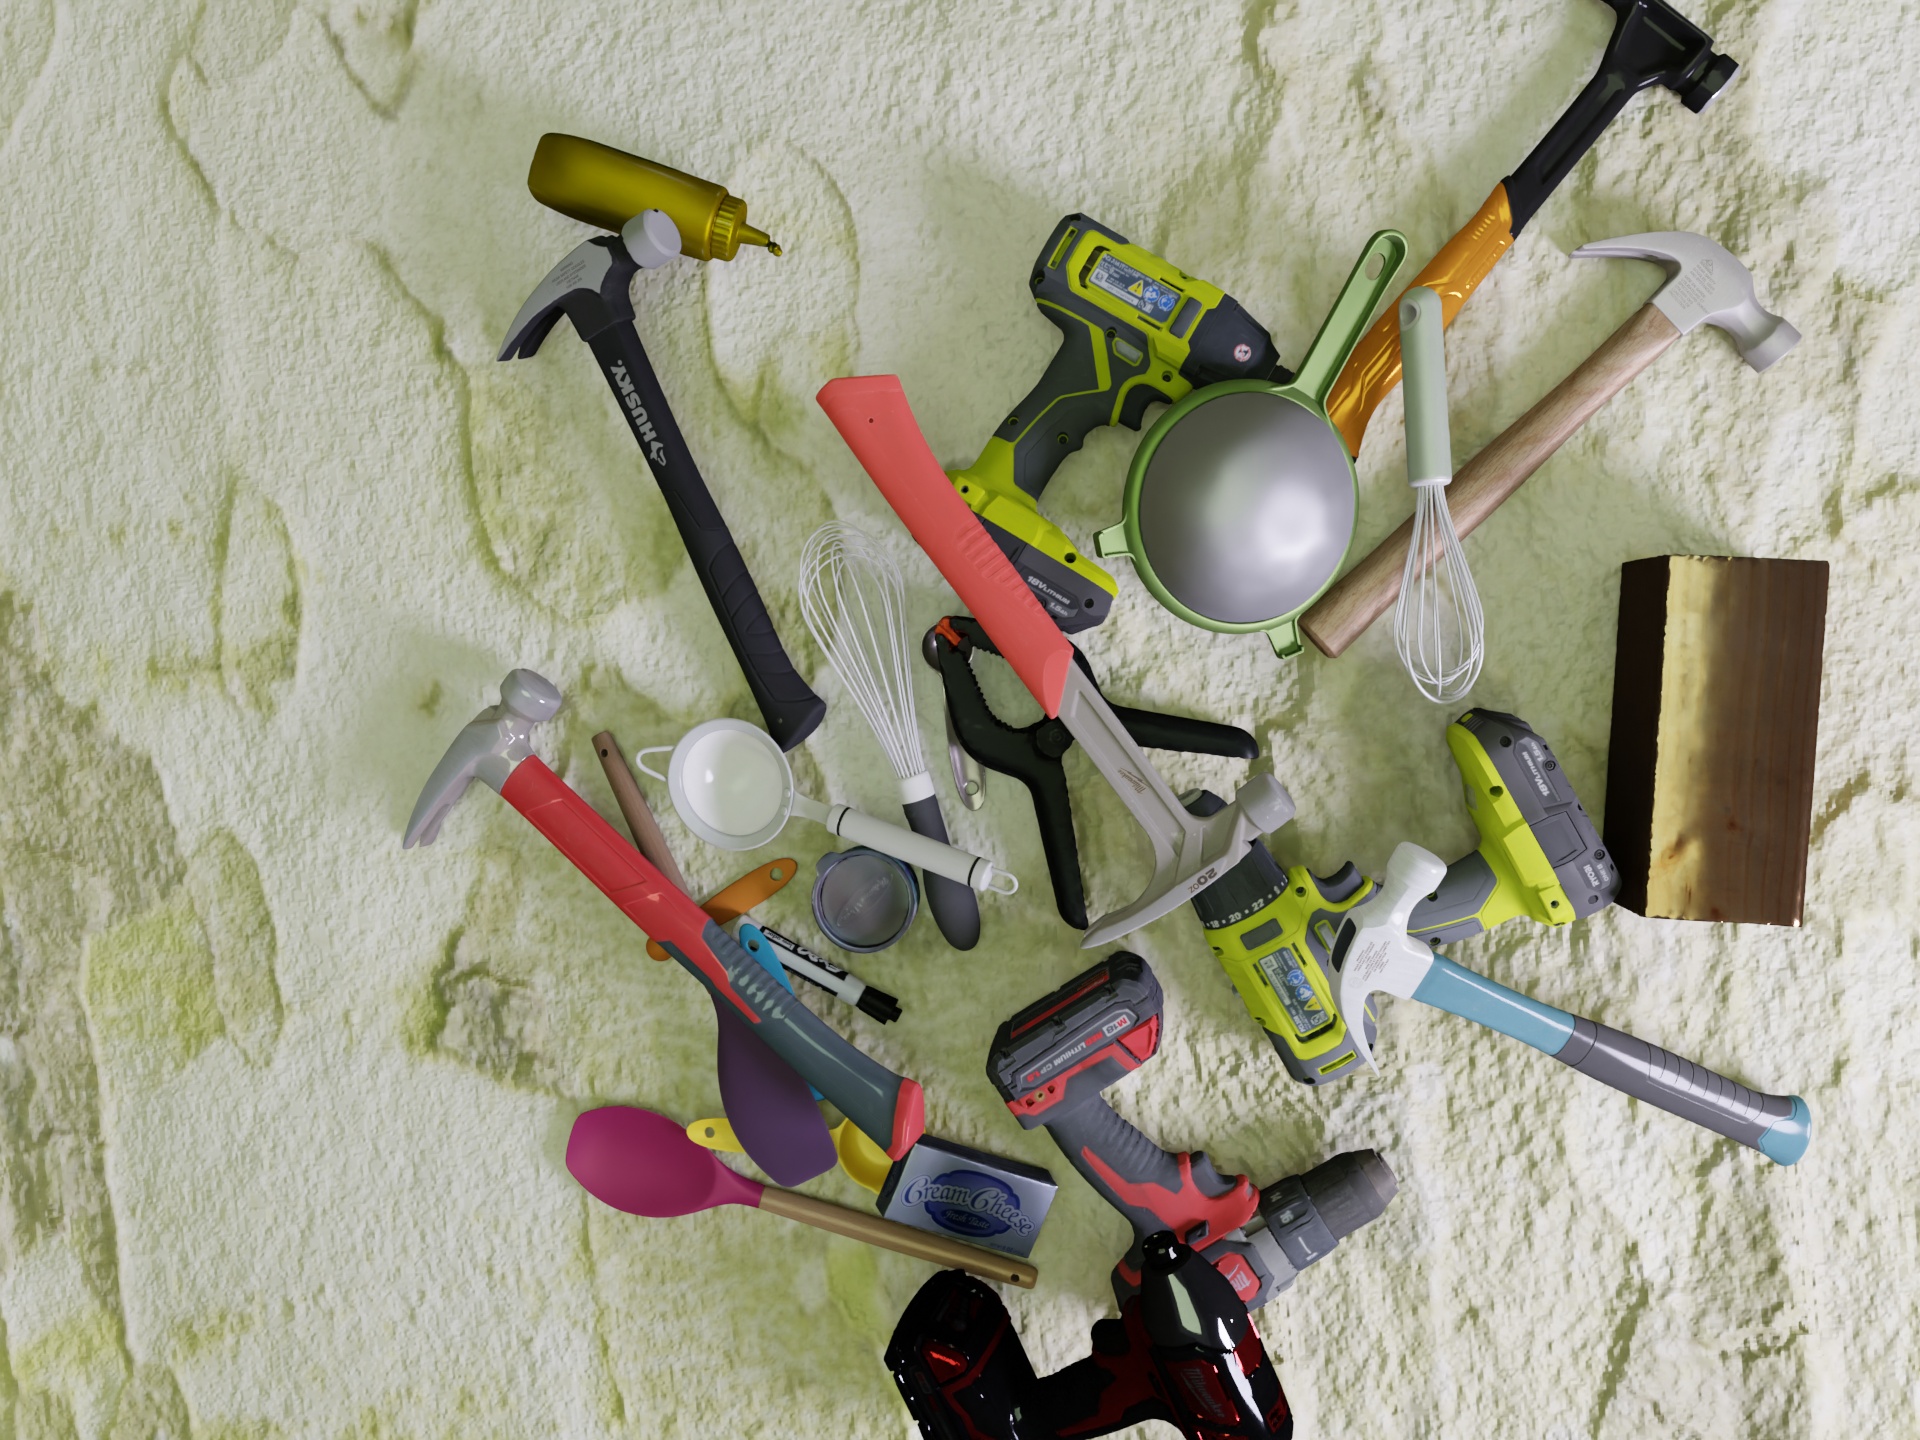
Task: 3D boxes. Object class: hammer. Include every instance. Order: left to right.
[{"bbox_3d":[-0.182,0.143,0.995,0.386,0.038,0.143,41,102,11],"label":"hammer"},{"bbox_3d":[-0.174,-0.134,1.001,0.146,0.035,0.334,-21,97,30],"label":"hammer"},{"bbox_3d":[0.029,-0.045,0.919,0.149,0.037,0.359,-37,92,15],"label":"hammer"},{"bbox_3d":[0.308,-0.294,0.960,0.127,0.034,0.337,39,95,2],"label":"hammer"},{"bbox_3d":[0.335,-0.163,0.963,0.331,0.031,0.130,-43,88,6],"label":"hammer"},{"bbox_3d":[0.361,0.186,0.926,0.331,0.033,0.128,24,108,-13],"label":"hammer"}]

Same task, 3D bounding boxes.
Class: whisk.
[{"bbox_3d":[-0.040,0.012,1.000,0.070,0.070,0.284,-17,95,6],"label":"whisk"},{"bbox_3d":[0.278,-0.132,0.936,0.059,0.058,0.246,-4,90,-29],"label":"whisk"}]

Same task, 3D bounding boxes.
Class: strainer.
[{"bbox_3d":[-0.082,0.060,0.989,0.258,0.050,0.087,19,108,18],"label":"strainer"},{"bbox_3d":[0.199,-0.167,0.912,0.151,0.069,0.256,27,94,-18],"label":"strainer"}]

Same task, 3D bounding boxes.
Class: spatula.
[{"bbox_3d":[-0.167,0.150,1.021,0.060,0.018,0.316,-27,84,11],"label":"spatula"}]

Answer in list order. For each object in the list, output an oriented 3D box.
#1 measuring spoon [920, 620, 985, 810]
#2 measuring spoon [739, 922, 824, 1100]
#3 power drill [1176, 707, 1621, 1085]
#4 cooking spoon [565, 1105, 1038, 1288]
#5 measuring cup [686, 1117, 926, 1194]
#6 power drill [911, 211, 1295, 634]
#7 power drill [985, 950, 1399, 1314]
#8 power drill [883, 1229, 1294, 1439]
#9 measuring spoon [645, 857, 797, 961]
[{"bbox_3d":[-0.002,-0.003,1.015,0.034,0.018,0.124,-10,98,-4],"label":"measuring spoon"},{"bbox_3d":[-0.114,0.190,1.016,0.042,0.021,0.128,-20,101,16],"label":"measuring spoon"},{"bbox_3d":[0.252,0.088,0.955,0.228,0.080,0.190,-30,95,8],"label":"power drill"},{"bbox_3d":[-0.104,0.317,1.034,0.319,0.017,0.069,15,91,6],"label":"cooking spoon"},{"bbox_3d":[-0.098,0.268,1.028,0.156,0.029,0.062,2,92,8],"label":"measuring cup"},{"bbox_3d":[0.084,-0.172,0.968,0.171,0.080,0.223,31,92,4],"label":"power drill"},{"bbox_3d":[0.140,0.256,0.979,0.188,0.080,0.226,-32,92,7],"label":"power drill"},{"bbox_3d":[0.073,0.377,0.942,0.219,0.078,0.143,-19,101,29],"label":"power drill"},{"bbox_3d":[-0.156,0.123,1.034,0.117,0.011,0.021,-32,89,6],"label":"measuring spoon"}]
